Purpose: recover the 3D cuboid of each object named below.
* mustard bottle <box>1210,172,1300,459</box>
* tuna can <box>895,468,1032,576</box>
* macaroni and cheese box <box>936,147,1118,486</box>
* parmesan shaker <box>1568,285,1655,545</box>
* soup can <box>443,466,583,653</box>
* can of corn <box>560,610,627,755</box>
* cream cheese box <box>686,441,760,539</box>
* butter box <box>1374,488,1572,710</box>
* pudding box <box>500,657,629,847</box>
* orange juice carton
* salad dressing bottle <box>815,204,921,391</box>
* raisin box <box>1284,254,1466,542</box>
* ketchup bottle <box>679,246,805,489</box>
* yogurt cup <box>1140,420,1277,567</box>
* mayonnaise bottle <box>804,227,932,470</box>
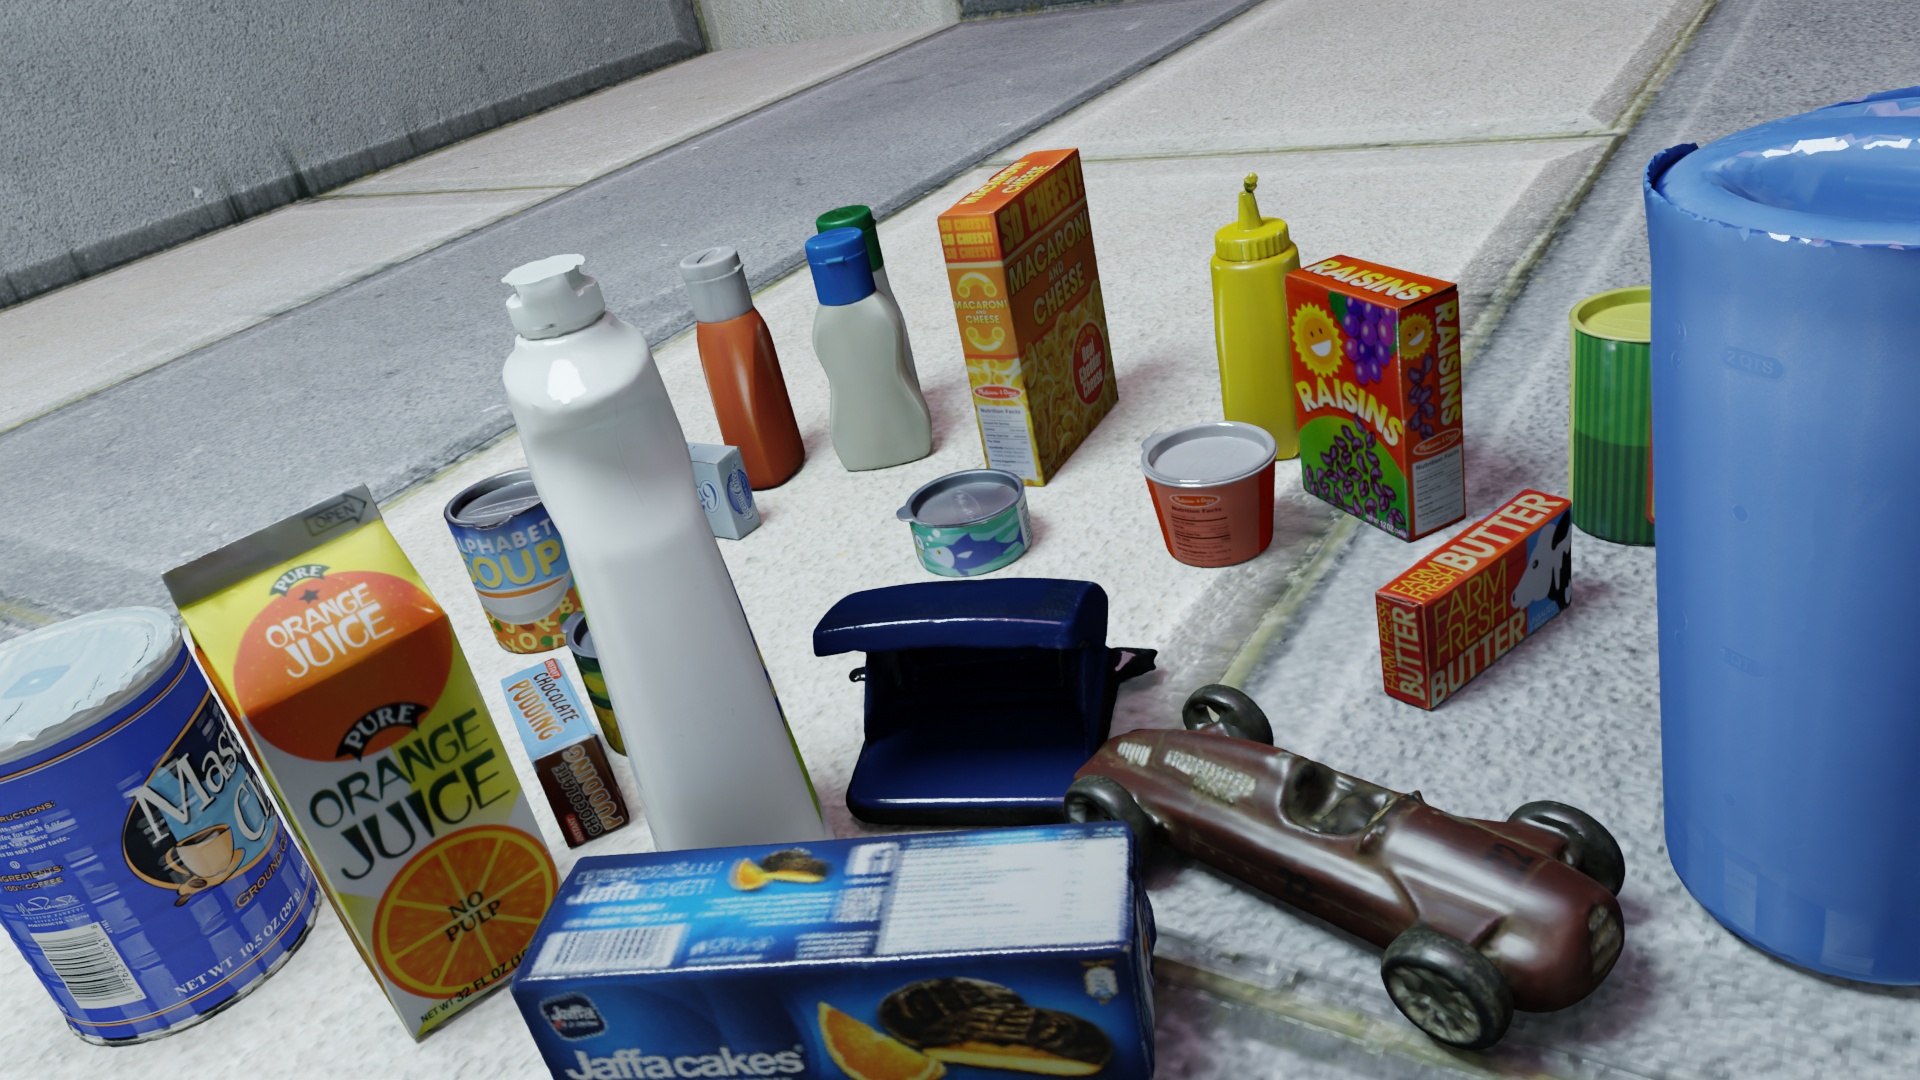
[{"bbox_3d":[0.165,-0.125,0.767,0.049,0.159,0.066,0,30,23],"label":"mustard bottle"},{"bbox_3d":[0.003,-0.009,0.755,0.071,0.032,0.071,-10,27,5],"label":"tuna can"},{"bbox_3d":[0.043,-0.134,0.828,0.040,0.165,0.124,3,31,29],"label":"macaroni and cheese box"},{"bbox_3d":[0.317,-0.058,0.638,0.071,0.102,0.071,-10,27,5],"label":"parmesan shaker"},{"bbox_3d":[-0.237,0.012,0.761,0.071,0.083,0.072,-10,27,5],"label":"soup can"},{"bbox_3d":[-0.148,0.060,0.659,0.071,0.058,0.071,-10,27,5],"label":"can of corn"},{"bbox_3d":[-0.172,-0.033,0.852,0.104,0.053,0.024,7,33,34],"label":"cream cheese box"},{"bbox_3d":[0.217,0.023,0.580,0.104,0.053,0.024,-28,31,-27],"label":"butter box"},{"bbox_3d":[-0.177,0.092,0.620,0.030,0.049,0.084,-23,29,-19],"label":"pudding box"},{"bbox_3d":[-0.214,0.078,0.508,0.072,0.191,0.073,-30,32,-30],"label":"orange juice carton"},{"bbox_3d":[-0.060,-0.143,0.911,0.044,0.147,0.064,-22,28,-17],"label":"salad dressing bottle"},{"bbox_3d":[0.206,-0.072,0.689,0.040,0.122,0.086,-22,28,-17],"label":"raisin box"},{"bbox_3d":[-0.138,-0.110,0.879,0.043,0.148,0.065,-5,28,16],"label":"ketchup bottle"},{"bbox_3d":[0.128,-0.022,0.703,0.072,0.053,0.073,-10,27,5],"label":"yogurt cup"},{"bbox_3d":[-0.061,-0.118,0.862,0.065,0.147,0.041,-11,27,5],"label":"mayonnaise bottle"}]
